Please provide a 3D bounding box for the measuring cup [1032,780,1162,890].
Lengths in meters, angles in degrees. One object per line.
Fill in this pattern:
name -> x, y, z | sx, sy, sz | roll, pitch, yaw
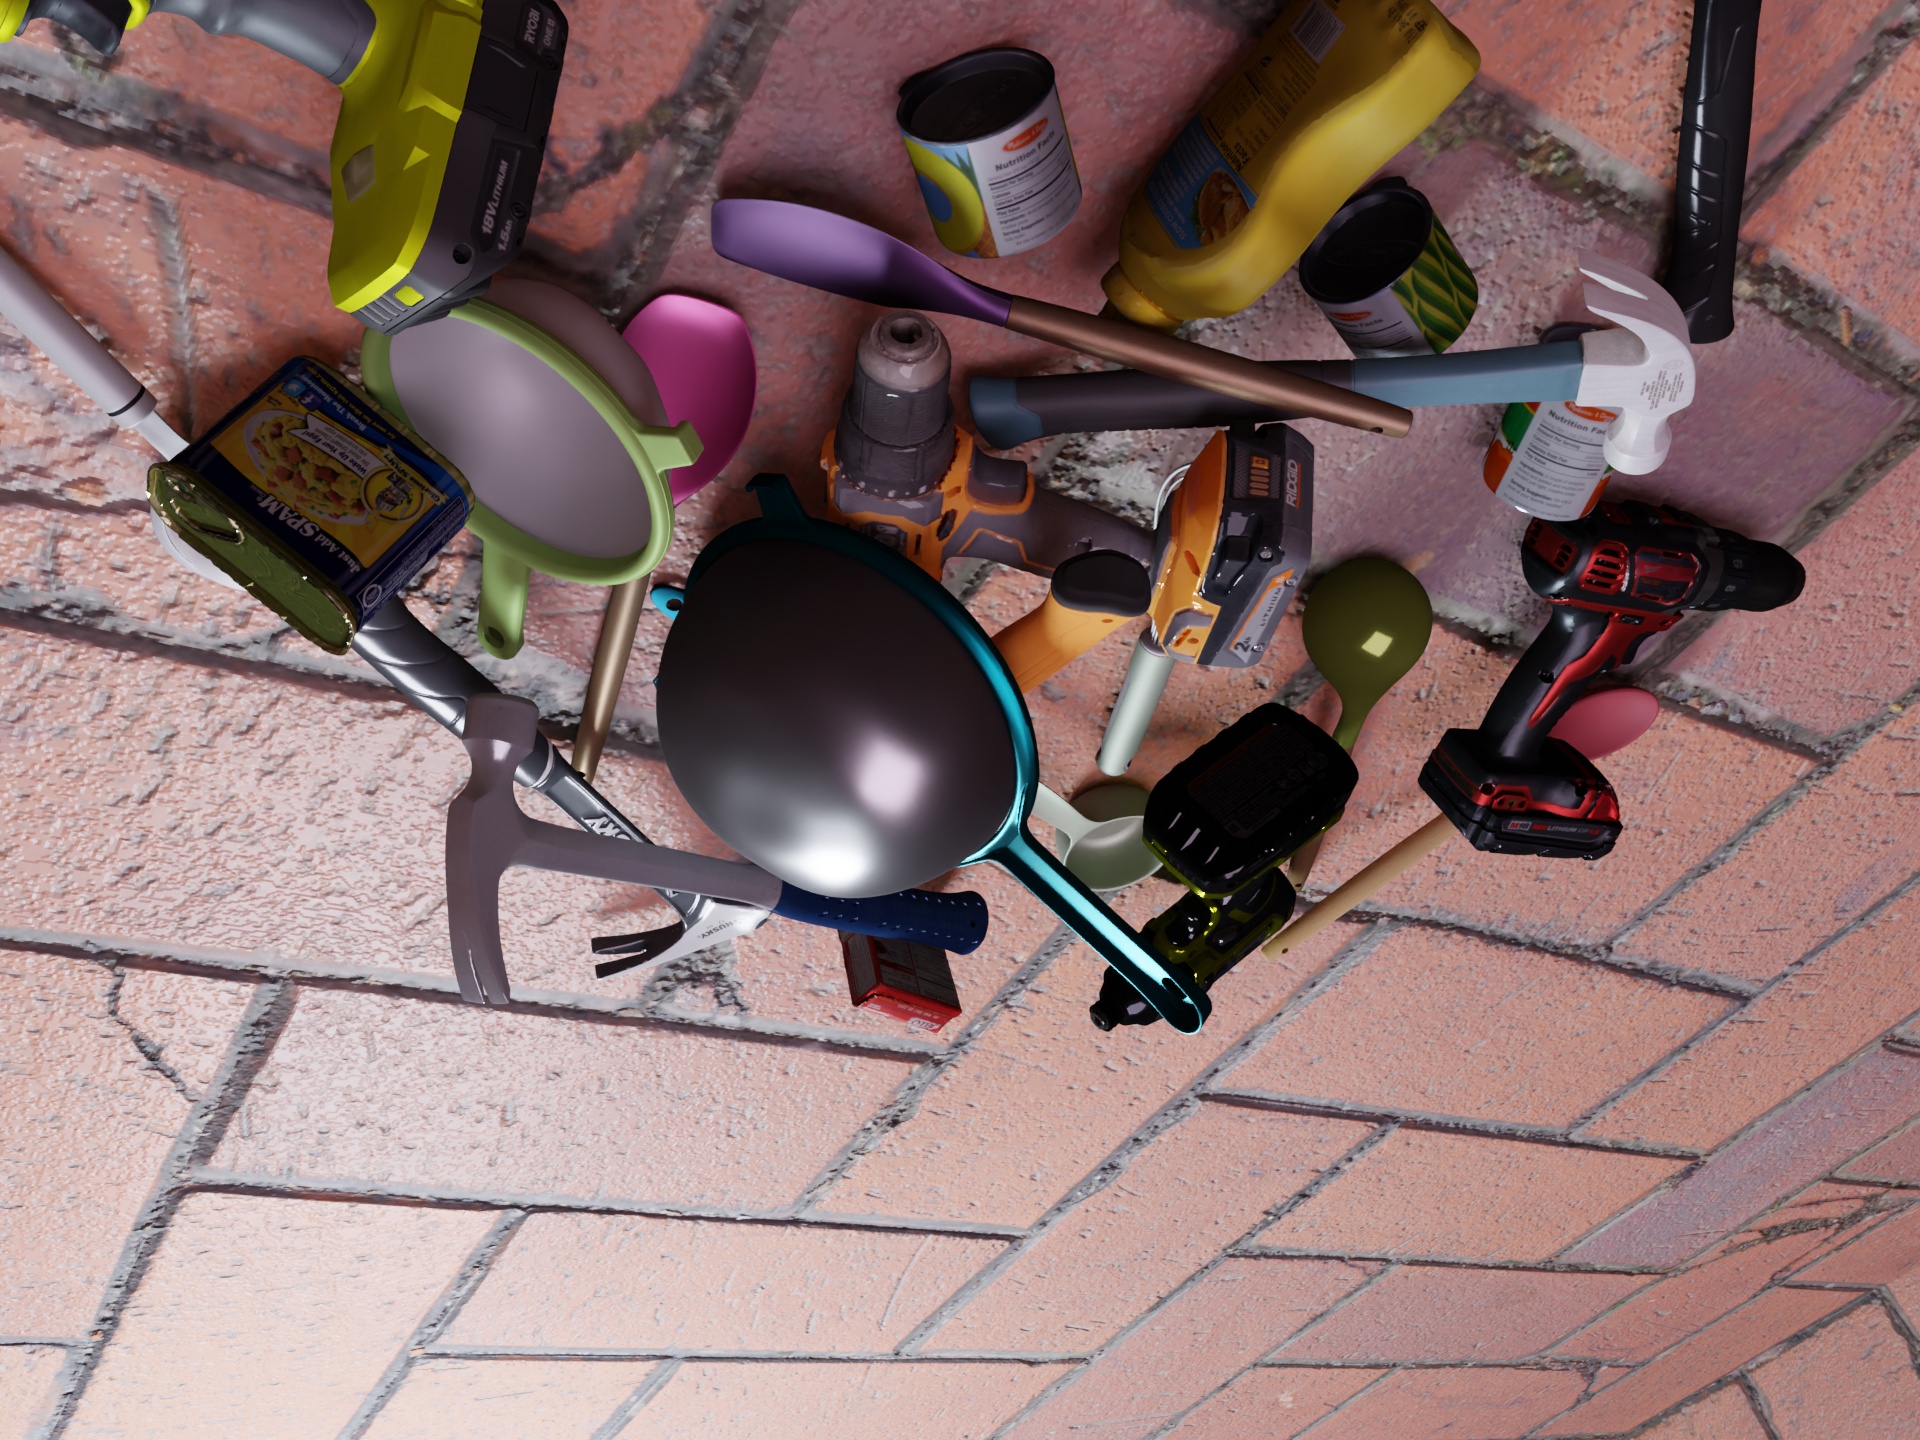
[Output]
measuring cup -> 0.070, 0.055, 1.012 | 0.083, 0.038, 0.167 | -37, 133, 21

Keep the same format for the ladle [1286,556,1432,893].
ladle -> 0.241, 0.017, 1.036 | 0.078, 0.062, 0.319 | -9, 144, -6

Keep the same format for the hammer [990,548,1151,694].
hammer -> -0.001, -0.003, 0.829 | 0.127, 0.034, 0.337 | 13, 154, -25

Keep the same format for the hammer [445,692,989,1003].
hammer -> -0.115, 0.098, 0.893 | 0.035, 0.144, 0.405 | -3, 166, 37

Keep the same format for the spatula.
spatula -> 0.046, -0.171, 0.687 | 0.316, 0.018, 0.059 | 15, 162, -5

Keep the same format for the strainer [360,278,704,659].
strainer -> -0.190, -0.111, 0.726 | 0.151, 0.069, 0.256 | 32, 148, -1

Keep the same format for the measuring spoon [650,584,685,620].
measuring spoon -> -0.117, -0.036, 0.860 | 0.042, 0.021, 0.128 | -38, 134, 22

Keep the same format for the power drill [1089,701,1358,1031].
power drill -> 0.161, 0.106, 1.017 | 0.171, 0.080, 0.223 | -33, 152, -27

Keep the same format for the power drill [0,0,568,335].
power drill -> -0.254, -0.217, 0.508 | 0.228, 0.191, 0.080 | 20, 161, -40

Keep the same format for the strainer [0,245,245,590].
strainer -> -0.347, -0.126, 0.675 | 0.087, 0.050, 0.258 | -26, 134, 8

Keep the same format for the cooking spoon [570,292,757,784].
cooking spoon -> -0.165, -0.076, 0.805 | 0.068, 0.017, 0.318 | 14, 131, -13

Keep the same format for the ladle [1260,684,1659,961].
ladle -> 0.338, 0.072, 1.098 | 0.315, 0.031, 0.069 | -37, 130, 9

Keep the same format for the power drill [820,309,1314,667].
power drill -> 0.047, -0.107, 0.742 | 0.226, 0.084, 0.185 | 9, 151, -1

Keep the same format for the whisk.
whisk -> 0.116, -0.051, 0.913 | 0.059, 0.058, 0.246 | 23, 137, 7

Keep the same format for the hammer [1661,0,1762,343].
hammer -> 0.351, -0.309, 0.721 | 0.146, 0.035, 0.334 | -20, 138, 4

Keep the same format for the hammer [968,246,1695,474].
hammer -> 0.169, -0.155, 0.748 | 0.331, 0.033, 0.128 | -2, 151, 10

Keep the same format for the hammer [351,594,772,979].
hammer -> -0.223, 0.034, 0.861 | 0.149, 0.036, 0.408 | -25, 143, 7

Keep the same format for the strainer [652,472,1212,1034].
strainer -> -0.027, 0.056, 0.767 | 0.340, 0.095, 0.211 | 42, 141, 3

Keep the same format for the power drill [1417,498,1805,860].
power drill -> 0.404, -0.027, 0.987 | 0.187, 0.080, 0.226 | 5, 120, -20
